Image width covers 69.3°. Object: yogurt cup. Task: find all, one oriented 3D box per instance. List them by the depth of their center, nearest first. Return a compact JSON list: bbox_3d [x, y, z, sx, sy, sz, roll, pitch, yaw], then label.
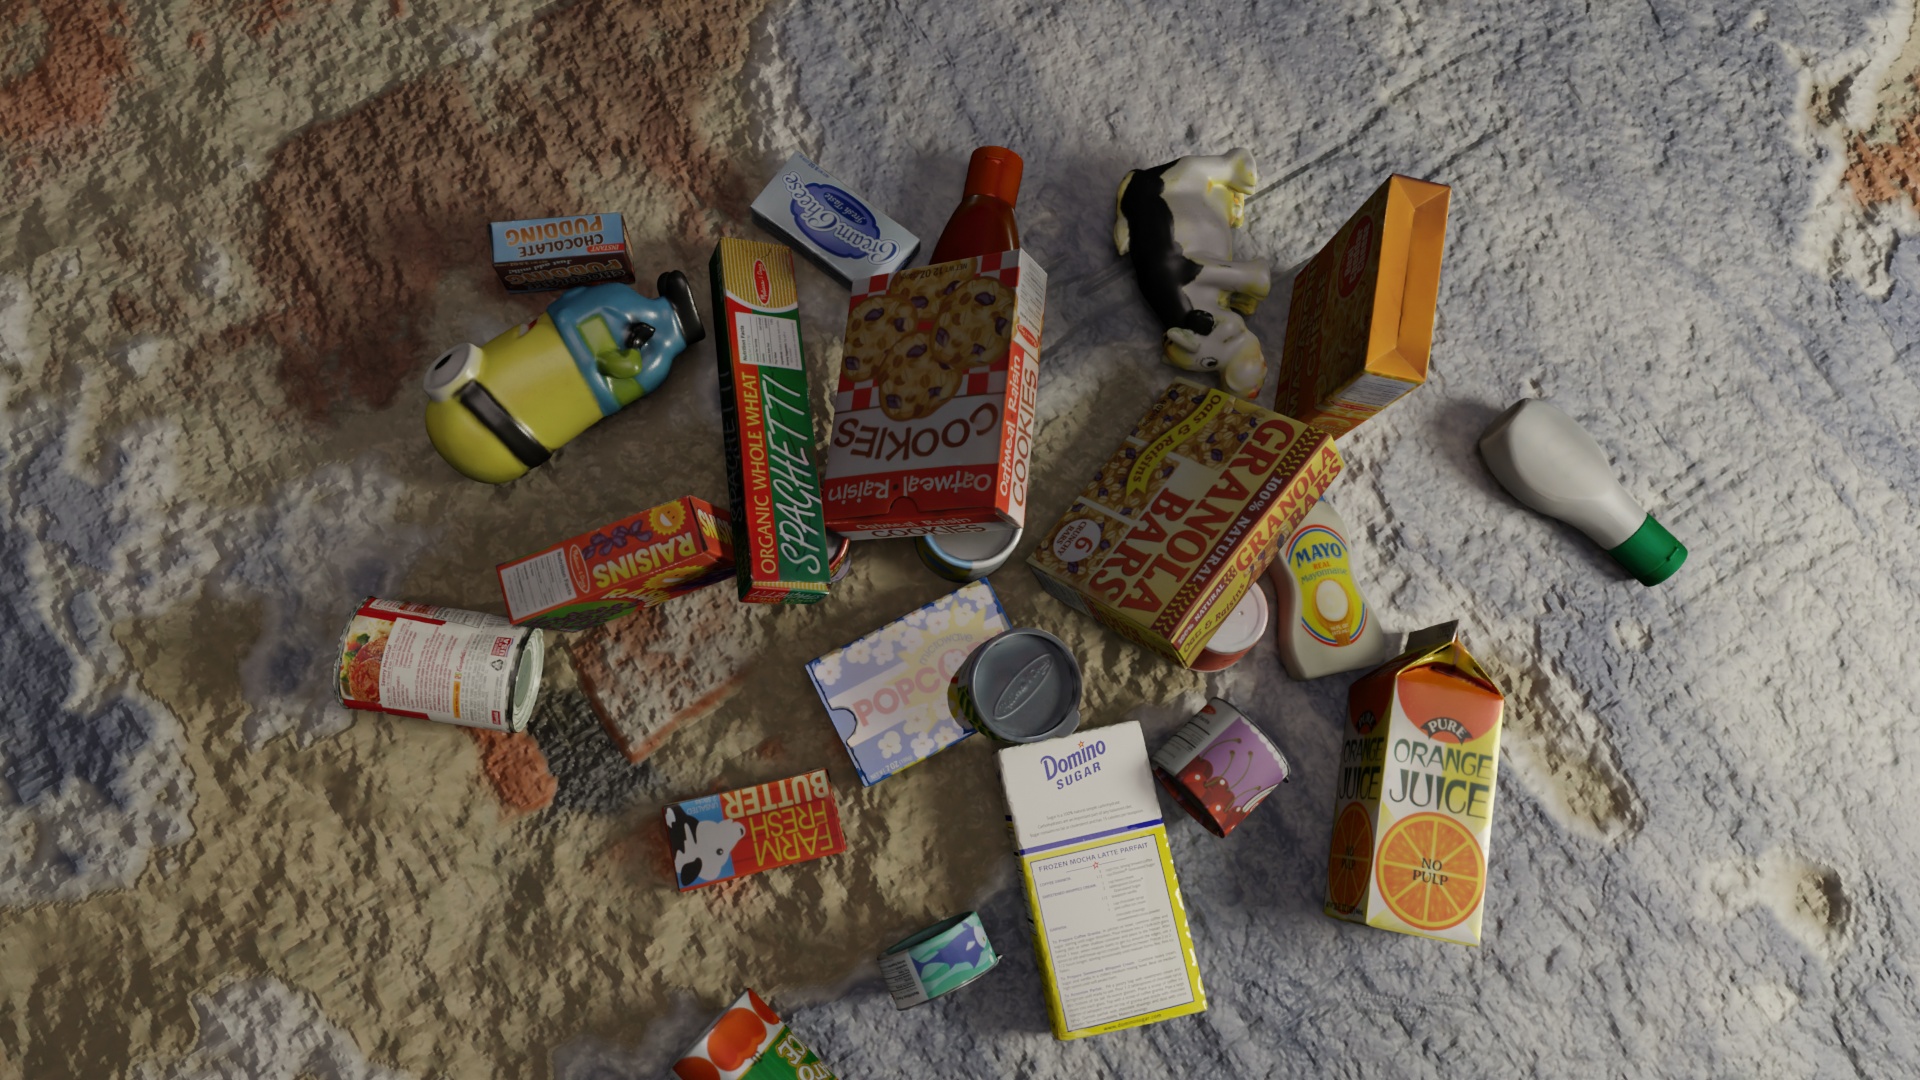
[{"bbox_3d":[0.161,0.048,0.882,0.072,0.054,0.072,1,80,-5],"label":"yogurt cup"}]

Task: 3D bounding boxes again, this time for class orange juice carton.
[{"bbox_3d":[0.284,0.146,0.866,0.073,0.071,0.193,11,78,-4],"label":"orange juice carton"}]

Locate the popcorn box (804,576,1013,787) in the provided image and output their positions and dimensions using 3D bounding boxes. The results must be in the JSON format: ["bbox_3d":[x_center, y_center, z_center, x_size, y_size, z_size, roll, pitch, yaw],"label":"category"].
[{"bbox_3d":[-0.022,0.088,0.864,0.127,0.038,0.085,-26,84,-10],"label":"popcorn box"}]

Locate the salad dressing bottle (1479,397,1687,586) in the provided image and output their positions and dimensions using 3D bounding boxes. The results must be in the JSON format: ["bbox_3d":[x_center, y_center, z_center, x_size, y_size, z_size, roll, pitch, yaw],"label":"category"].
[{"bbox_3d":[0.418,-0.031,0.930,0.147,0.044,0.064,43,76,2],"label":"salad dressing bottle"}]

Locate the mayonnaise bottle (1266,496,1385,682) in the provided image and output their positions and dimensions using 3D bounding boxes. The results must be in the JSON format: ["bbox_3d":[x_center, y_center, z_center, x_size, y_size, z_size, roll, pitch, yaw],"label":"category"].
[{"bbox_3d":[0.227,0.014,0.902,0.065,0.041,0.148,-11,81,-6],"label":"mayonnaise bottle"}]

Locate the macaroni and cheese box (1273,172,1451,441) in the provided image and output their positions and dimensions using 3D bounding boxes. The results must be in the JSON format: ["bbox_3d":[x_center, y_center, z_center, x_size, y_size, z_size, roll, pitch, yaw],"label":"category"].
[{"bbox_3d":[0.247,-0.135,0.870,0.040,0.166,0.124,12,79,-4],"label":"macaroni and cheese box"}]

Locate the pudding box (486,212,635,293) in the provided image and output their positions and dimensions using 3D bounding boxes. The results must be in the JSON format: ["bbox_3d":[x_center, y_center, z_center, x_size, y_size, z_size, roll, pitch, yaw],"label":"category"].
[{"bbox_3d":[-0.254,-0.184,0.889,0.084,0.049,0.030,-6,78,-8],"label":"pudding box"}]

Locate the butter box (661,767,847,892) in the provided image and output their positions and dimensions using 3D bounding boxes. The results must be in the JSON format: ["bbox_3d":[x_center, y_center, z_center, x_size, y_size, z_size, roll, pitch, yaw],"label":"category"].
[{"bbox_3d":[-0.125,0.175,0.843,0.104,0.024,0.053,-12,80,-8],"label":"butter box"}]

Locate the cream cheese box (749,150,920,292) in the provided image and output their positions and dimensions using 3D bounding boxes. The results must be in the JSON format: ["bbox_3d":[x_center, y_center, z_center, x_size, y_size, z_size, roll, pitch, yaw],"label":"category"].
[{"bbox_3d":[-0.083,-0.207,0.924,0.104,0.024,0.053,36,79,2],"label":"cream cheese box"}]

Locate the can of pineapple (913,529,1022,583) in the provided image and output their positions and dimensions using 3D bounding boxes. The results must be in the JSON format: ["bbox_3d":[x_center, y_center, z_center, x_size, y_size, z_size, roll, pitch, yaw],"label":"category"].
[{"bbox_3d":[0.003,-0.011,0.876,0.071,0.057,0.071,1,79,-5],"label":"can of pineapple"}]

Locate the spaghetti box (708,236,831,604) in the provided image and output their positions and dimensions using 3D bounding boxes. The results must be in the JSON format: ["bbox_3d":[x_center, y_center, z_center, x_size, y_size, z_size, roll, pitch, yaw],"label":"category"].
[{"bbox_3d":[-0.119,-0.077,0.852,0.050,0.028,0.251,4,61,-26],"label":"spaghetti box"}]

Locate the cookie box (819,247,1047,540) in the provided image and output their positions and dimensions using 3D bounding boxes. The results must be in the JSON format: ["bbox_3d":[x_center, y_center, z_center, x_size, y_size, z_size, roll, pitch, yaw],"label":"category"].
[{"bbox_3d":[-0.017,-0.086,0.842,0.123,0.040,0.168,-4,69,30],"label":"cookie box"}]

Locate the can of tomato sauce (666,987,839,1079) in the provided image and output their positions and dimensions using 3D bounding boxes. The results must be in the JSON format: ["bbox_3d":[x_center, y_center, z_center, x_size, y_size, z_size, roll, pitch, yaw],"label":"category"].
[{"bbox_3d":[-0.115,0.309,0.797,0.083,0.071,0.071,44,78,4],"label":"can of tomato sauce"}]

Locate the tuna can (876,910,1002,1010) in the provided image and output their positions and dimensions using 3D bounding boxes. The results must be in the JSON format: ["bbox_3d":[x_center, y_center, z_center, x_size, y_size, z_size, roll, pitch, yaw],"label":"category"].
[{"bbox_3d":[-0.012,0.246,0.820,0.071,0.071,0.033,-23,82,-10],"label":"tuna can"}]

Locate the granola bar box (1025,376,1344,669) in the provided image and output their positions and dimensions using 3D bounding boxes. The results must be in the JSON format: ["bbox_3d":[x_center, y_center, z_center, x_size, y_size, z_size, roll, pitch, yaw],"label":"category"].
[{"bbox_3d":[0.138,-0.016,0.866,0.124,0.039,0.166,29,73,42],"label":"granola bar box"}]

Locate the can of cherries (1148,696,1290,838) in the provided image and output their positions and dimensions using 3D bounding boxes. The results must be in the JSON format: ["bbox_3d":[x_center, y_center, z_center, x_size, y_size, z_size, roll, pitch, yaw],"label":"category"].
[{"bbox_3d":[0.161,0.142,0.857,0.058,0.071,0.071,-42,86,-11],"label":"can of cherries"}]

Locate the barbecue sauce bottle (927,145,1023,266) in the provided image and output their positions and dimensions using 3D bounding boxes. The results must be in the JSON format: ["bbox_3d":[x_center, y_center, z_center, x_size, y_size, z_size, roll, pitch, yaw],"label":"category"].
[{"bbox_3d":[0.011,-0.187,0.919,0.065,0.043,0.149,10,77,5],"label":"barbecue sauce bottle"}]

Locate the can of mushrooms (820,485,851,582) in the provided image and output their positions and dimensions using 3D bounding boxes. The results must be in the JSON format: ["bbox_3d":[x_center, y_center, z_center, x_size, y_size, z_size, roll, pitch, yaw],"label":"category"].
[{"bbox_3d":[-0.100,-0.002,0.877,0.071,0.033,0.071,1,78,-6],"label":"can of mushrooms"}]

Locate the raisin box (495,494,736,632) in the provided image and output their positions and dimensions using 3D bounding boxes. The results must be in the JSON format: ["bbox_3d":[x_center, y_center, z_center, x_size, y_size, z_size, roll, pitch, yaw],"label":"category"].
[{"bbox_3d":[-0.196,0.016,0.822,0.123,0.086,0.040,-20,79,6],"label":"raisin box"}]

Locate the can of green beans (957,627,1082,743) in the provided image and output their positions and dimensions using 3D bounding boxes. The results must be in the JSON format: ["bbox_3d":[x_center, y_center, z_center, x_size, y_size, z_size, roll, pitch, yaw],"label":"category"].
[{"bbox_3d":[0.034,0.087,0.820,0.071,0.057,0.071,1,81,-7],"label":"can of green beans"}]
